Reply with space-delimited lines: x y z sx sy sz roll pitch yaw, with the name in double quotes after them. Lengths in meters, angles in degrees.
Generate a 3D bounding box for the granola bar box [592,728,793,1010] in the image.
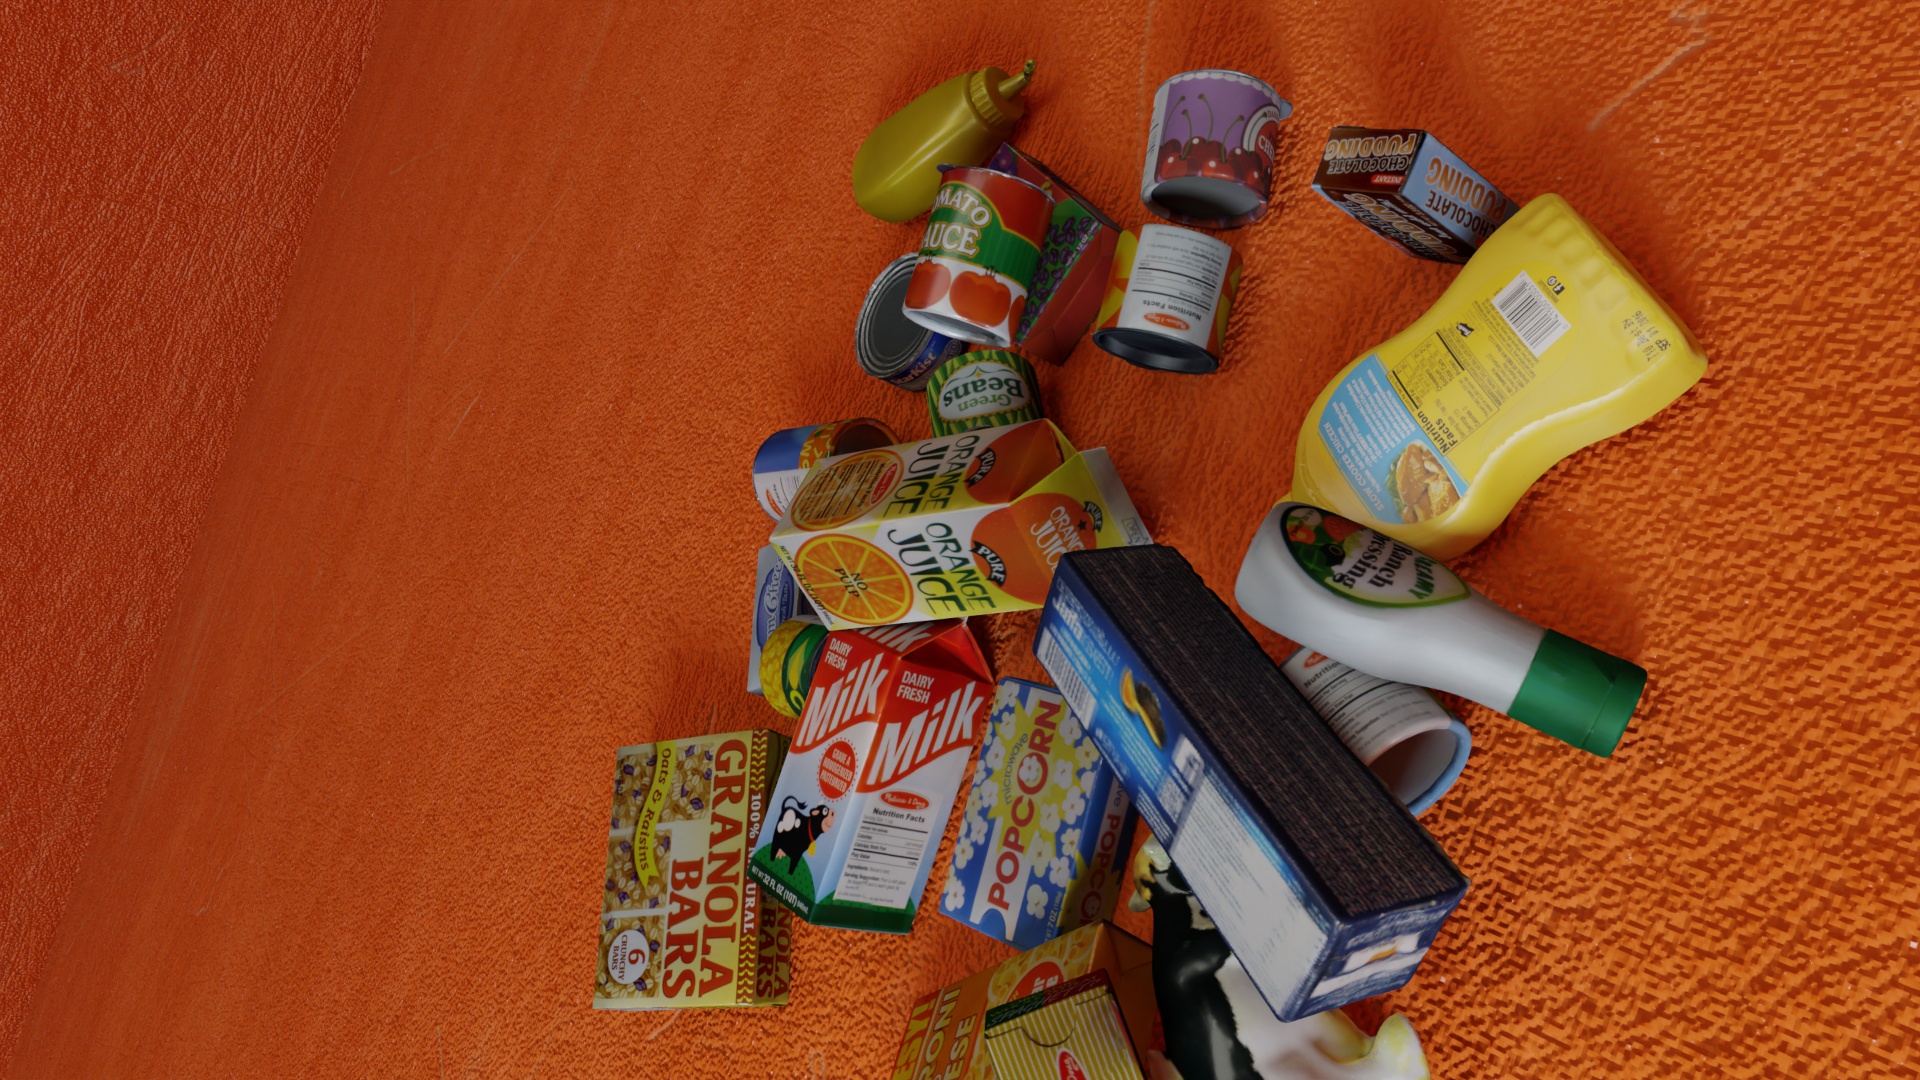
-0.165 0.209 0.879 0.124 0.039 0.166 -11 65 25 "granola bar box"

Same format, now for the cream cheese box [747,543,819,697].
-0.115 0.050 0.927 0.053 0.024 0.104 -22 59 44 "cream cheese box"

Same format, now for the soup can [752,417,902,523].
-0.083 -0.045 0.899 0.083 0.071 0.071 -4 72 48 "soup can"

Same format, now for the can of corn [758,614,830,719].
-0.081 0.082 0.840 0.058 0.071 0.071 4 78 51 "can of corn"

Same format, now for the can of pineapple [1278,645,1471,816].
0.163 0.079 0.564 0.070 0.071 0.058 -54 42 19 "can of pineapple"

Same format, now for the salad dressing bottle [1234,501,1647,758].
0.181 0.034 0.531 0.148 0.064 0.043 26 128 21 "salad dressing bottle"

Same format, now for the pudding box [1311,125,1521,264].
0.198 -0.149 0.603 0.050 0.084 0.030 25 95 50 "pudding box"

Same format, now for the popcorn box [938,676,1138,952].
0.044 0.138 0.696 0.085 0.038 0.127 8 81 49 "popcorn box"

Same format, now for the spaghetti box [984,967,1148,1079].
0.074 0.282 0.502 0.050 0.028 0.250 -21 89 2 "spaghetti box"

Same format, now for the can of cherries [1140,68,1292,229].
0.132 -0.200 0.716 0.071 0.071 0.058 -4 72 48 "can of cherries"

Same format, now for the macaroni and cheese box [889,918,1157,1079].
0.017 0.252 0.619 0.165 0.040 0.124 -42 21 47 "macaroni and cheese box"

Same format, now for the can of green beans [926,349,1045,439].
0.016 -0.067 0.792 0.071 0.071 0.058 -35 51 36 "can of green beans"

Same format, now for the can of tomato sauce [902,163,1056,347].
0.008 -0.157 0.773 0.071 0.071 0.083 14 87 51 "can of tomato sauce"

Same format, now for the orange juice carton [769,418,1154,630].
0.003 -0.009 0.739 0.192 0.071 0.073 -8 38 30 "orange juice carton"

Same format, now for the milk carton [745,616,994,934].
-0.044 0.114 0.779 0.072 0.073 0.190 18 88 51 "milk carton"

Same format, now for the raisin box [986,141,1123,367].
0.043 -0.173 0.827 0.086 0.040 0.124 -56 43 18 "raisin box"

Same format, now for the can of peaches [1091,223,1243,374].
0.106 -0.123 0.714 0.071 0.071 0.058 8 81 50 "can of peaches"

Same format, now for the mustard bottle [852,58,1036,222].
-0.006 -0.269 0.916 0.159 0.049 0.065 -24 58 41 "mustard bottle"
